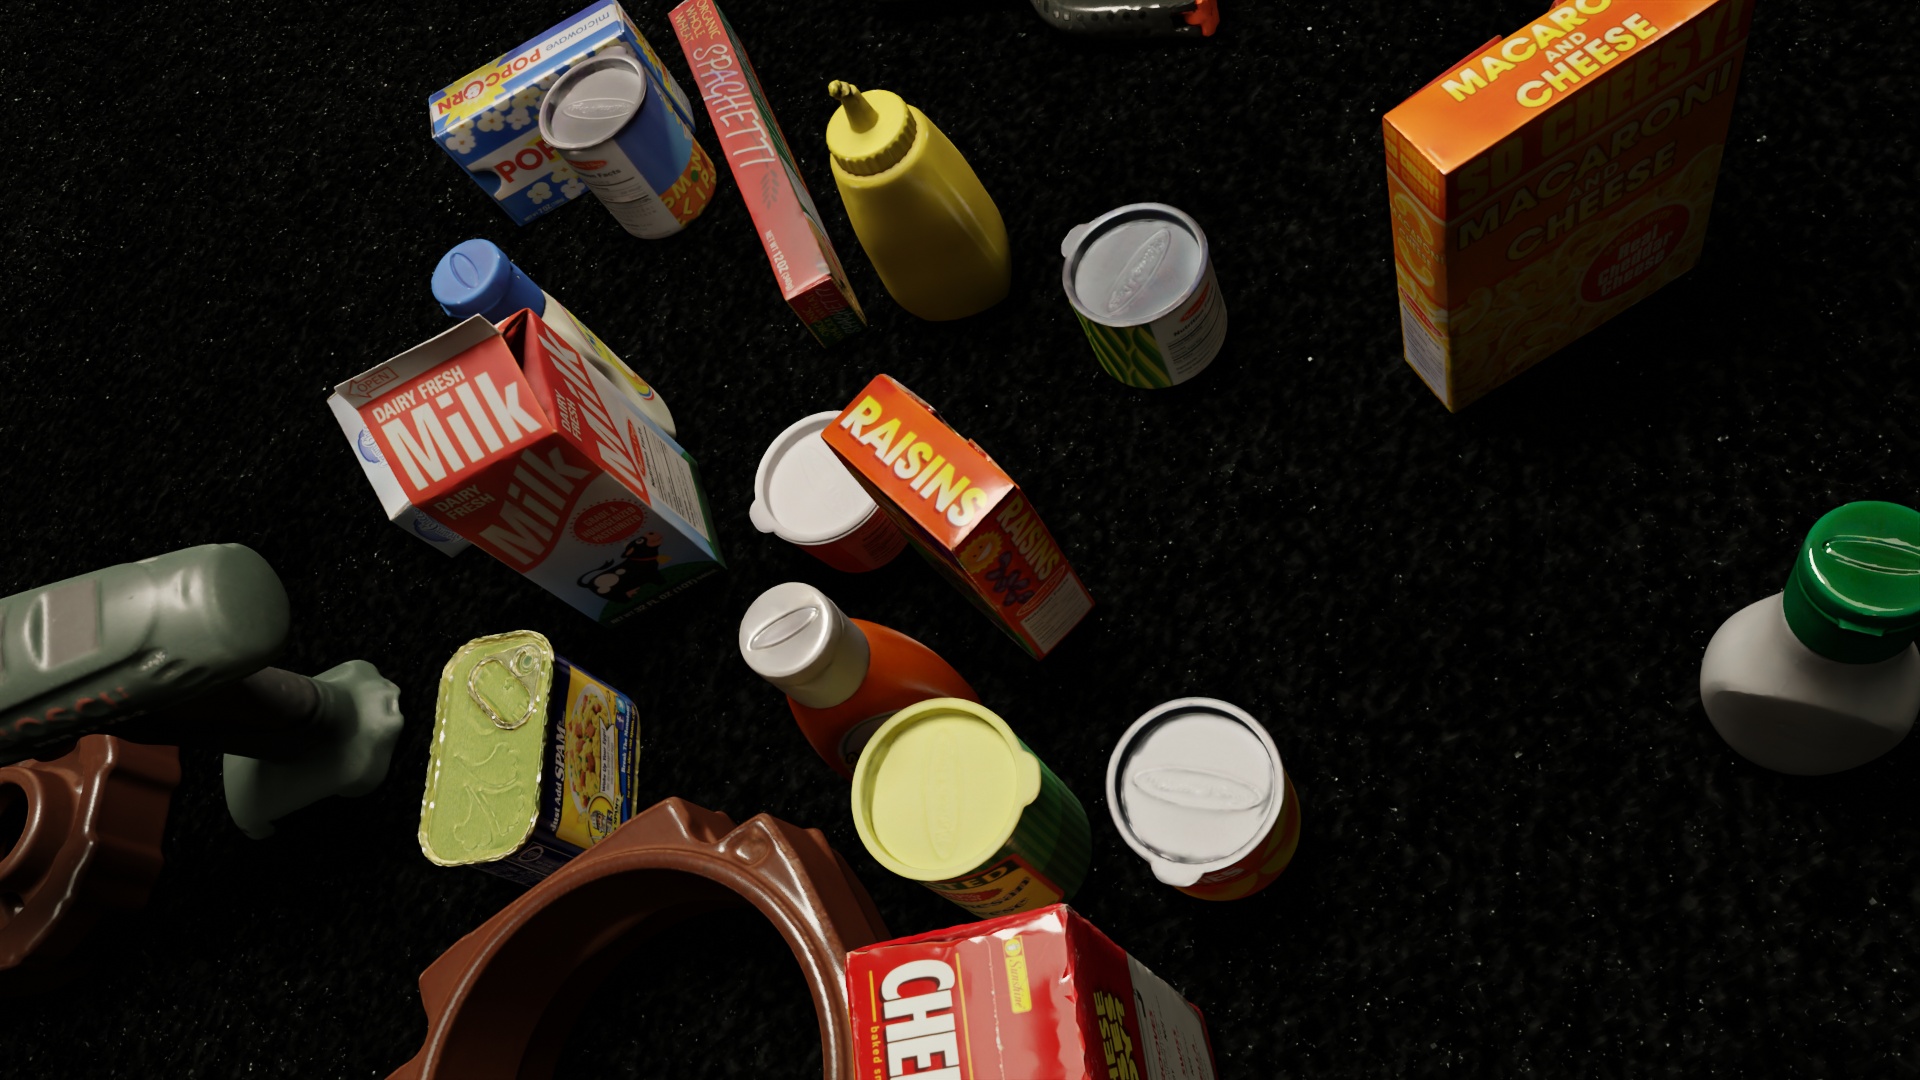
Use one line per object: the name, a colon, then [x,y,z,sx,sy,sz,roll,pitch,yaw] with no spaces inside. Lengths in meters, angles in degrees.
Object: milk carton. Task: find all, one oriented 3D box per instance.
milk carton: [-0.188,-0.036,0.631,0.072,0.190,0.074,-26,59,8]

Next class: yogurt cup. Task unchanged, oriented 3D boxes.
yogurt cup: [-0.055,-0.019,0.652,0.072,0.053,0.072,-8,63,17]

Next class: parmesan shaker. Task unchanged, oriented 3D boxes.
parmesan shaker: [0.011,0.108,0.536,0.071,0.103,0.071,-8,63,17]

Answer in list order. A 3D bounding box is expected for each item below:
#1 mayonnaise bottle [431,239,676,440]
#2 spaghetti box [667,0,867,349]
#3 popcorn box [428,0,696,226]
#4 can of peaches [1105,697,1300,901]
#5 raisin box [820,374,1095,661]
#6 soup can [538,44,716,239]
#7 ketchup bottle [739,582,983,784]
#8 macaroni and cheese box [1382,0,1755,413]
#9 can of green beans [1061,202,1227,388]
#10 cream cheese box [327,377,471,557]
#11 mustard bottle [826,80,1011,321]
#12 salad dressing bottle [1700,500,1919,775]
mayonnaise bottle: [-0.199,-0.091,0.687,0.041,0.147,0.065,-41,58,-2]
spaghetti box: [-0.110,-0.212,0.770,0.028,0.050,0.251,-28,59,6]
popcorn box: [-0.231,-0.249,0.814,0.126,0.085,0.038,-26,59,7]
can of peaches: [0.094,0.103,0.534,0.071,0.058,0.071,-8,63,17]
raisin box: [0.002,-0.007,0.584,0.040,0.123,0.086,-45,59,-4]
soup can: [-0.184,-0.223,0.784,0.071,0.083,0.071,-8,63,17]
ketchup bottle: [-0.039,0.060,0.552,0.065,0.148,0.044,-30,59,5]
macaroni and cheese box: [0.229,-0.133,0.536,0.124,0.166,0.040,-32,59,4]
can of green beans: [0.087,-0.112,0.642,0.071,0.057,0.071,-8,63,17]
cream cheese box: [-0.302,-0.040,0.756,0.024,0.053,0.104,-40,58,-1]
mustard bottle: [-0.024,-0.163,0.649,0.065,0.159,0.049,-14,61,14]
salad dressing bottle: [0.278,0.035,0.445,0.064,0.147,0.044,14,71,26]
